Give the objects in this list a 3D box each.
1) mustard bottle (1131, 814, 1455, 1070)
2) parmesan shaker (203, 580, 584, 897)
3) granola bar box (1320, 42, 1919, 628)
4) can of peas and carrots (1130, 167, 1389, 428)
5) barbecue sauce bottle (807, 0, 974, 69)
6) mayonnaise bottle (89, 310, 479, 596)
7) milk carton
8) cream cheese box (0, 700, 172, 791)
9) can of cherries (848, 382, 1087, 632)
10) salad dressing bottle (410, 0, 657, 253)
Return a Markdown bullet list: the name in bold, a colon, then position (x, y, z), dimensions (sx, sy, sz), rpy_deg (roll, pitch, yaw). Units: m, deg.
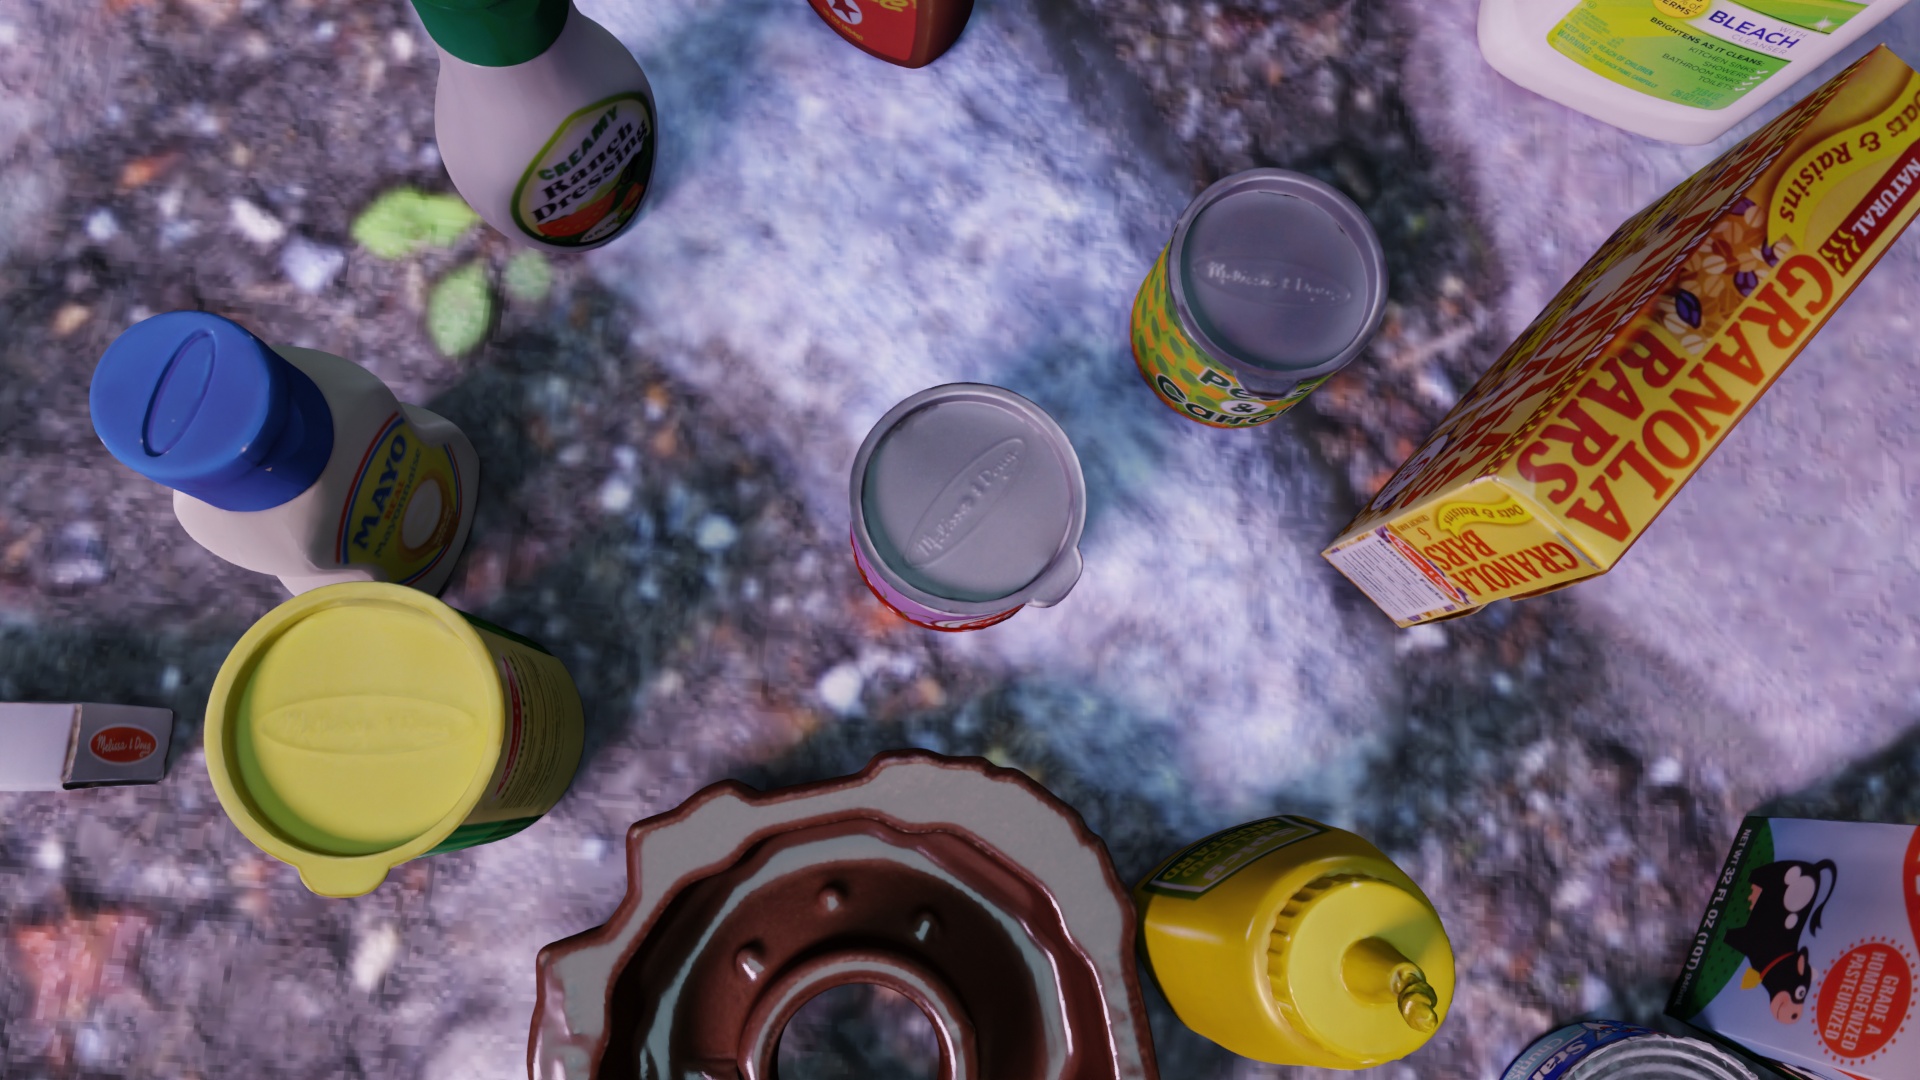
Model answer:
- **mustard bottle**: position (0.086, 0.100, 0.347), dimensions (0.065, 0.160, 0.049), rpy_deg (-25, 83, -9)
- **parmesan shaker**: position (-0.142, 0.053, 0.364), dimensions (0.071, 0.103, 0.071), rpy_deg (1, 80, -5)
- **granola bar box**: position (0.191, -0.050, 0.402), dimensions (0.039, 0.124, 0.166), rpy_deg (44, 79, 3)
- **can of peas and carrots**: position (0.090, -0.070, 0.430), dimensions (0.071, 0.058, 0.071), rpy_deg (1, 80, -5)
- **barbecue sauce bottle**: position (-0.021, -0.197, 0.398), dimensions (0.065, 0.148, 0.044), rpy_deg (38, 79, 2)
- **mayonnaise bottle**: position (-0.164, -0.017, 0.352), dimensions (0.041, 0.148, 0.065), rpy_deg (18, 79, -2)
- **milk carton**: position (0.272, 0.119, 0.345), dimensions (0.073, 0.190, 0.072), rpy_deg (29, 79, 0)
- **cream cheese box**: position (-0.280, 0.055, 0.377), dimensions (0.104, 0.053, 0.024), rpy_deg (2, 80, -5)
- **can of cherries**: position (0.001, -0.005, 0.410), dimensions (0.071, 0.058, 0.071), rpy_deg (1, 80, -5)
- **salad dressing bottle**: position (-0.118, -0.126, 0.376), dimensions (0.064, 0.147, 0.044), rpy_deg (-43, 86, -10)
